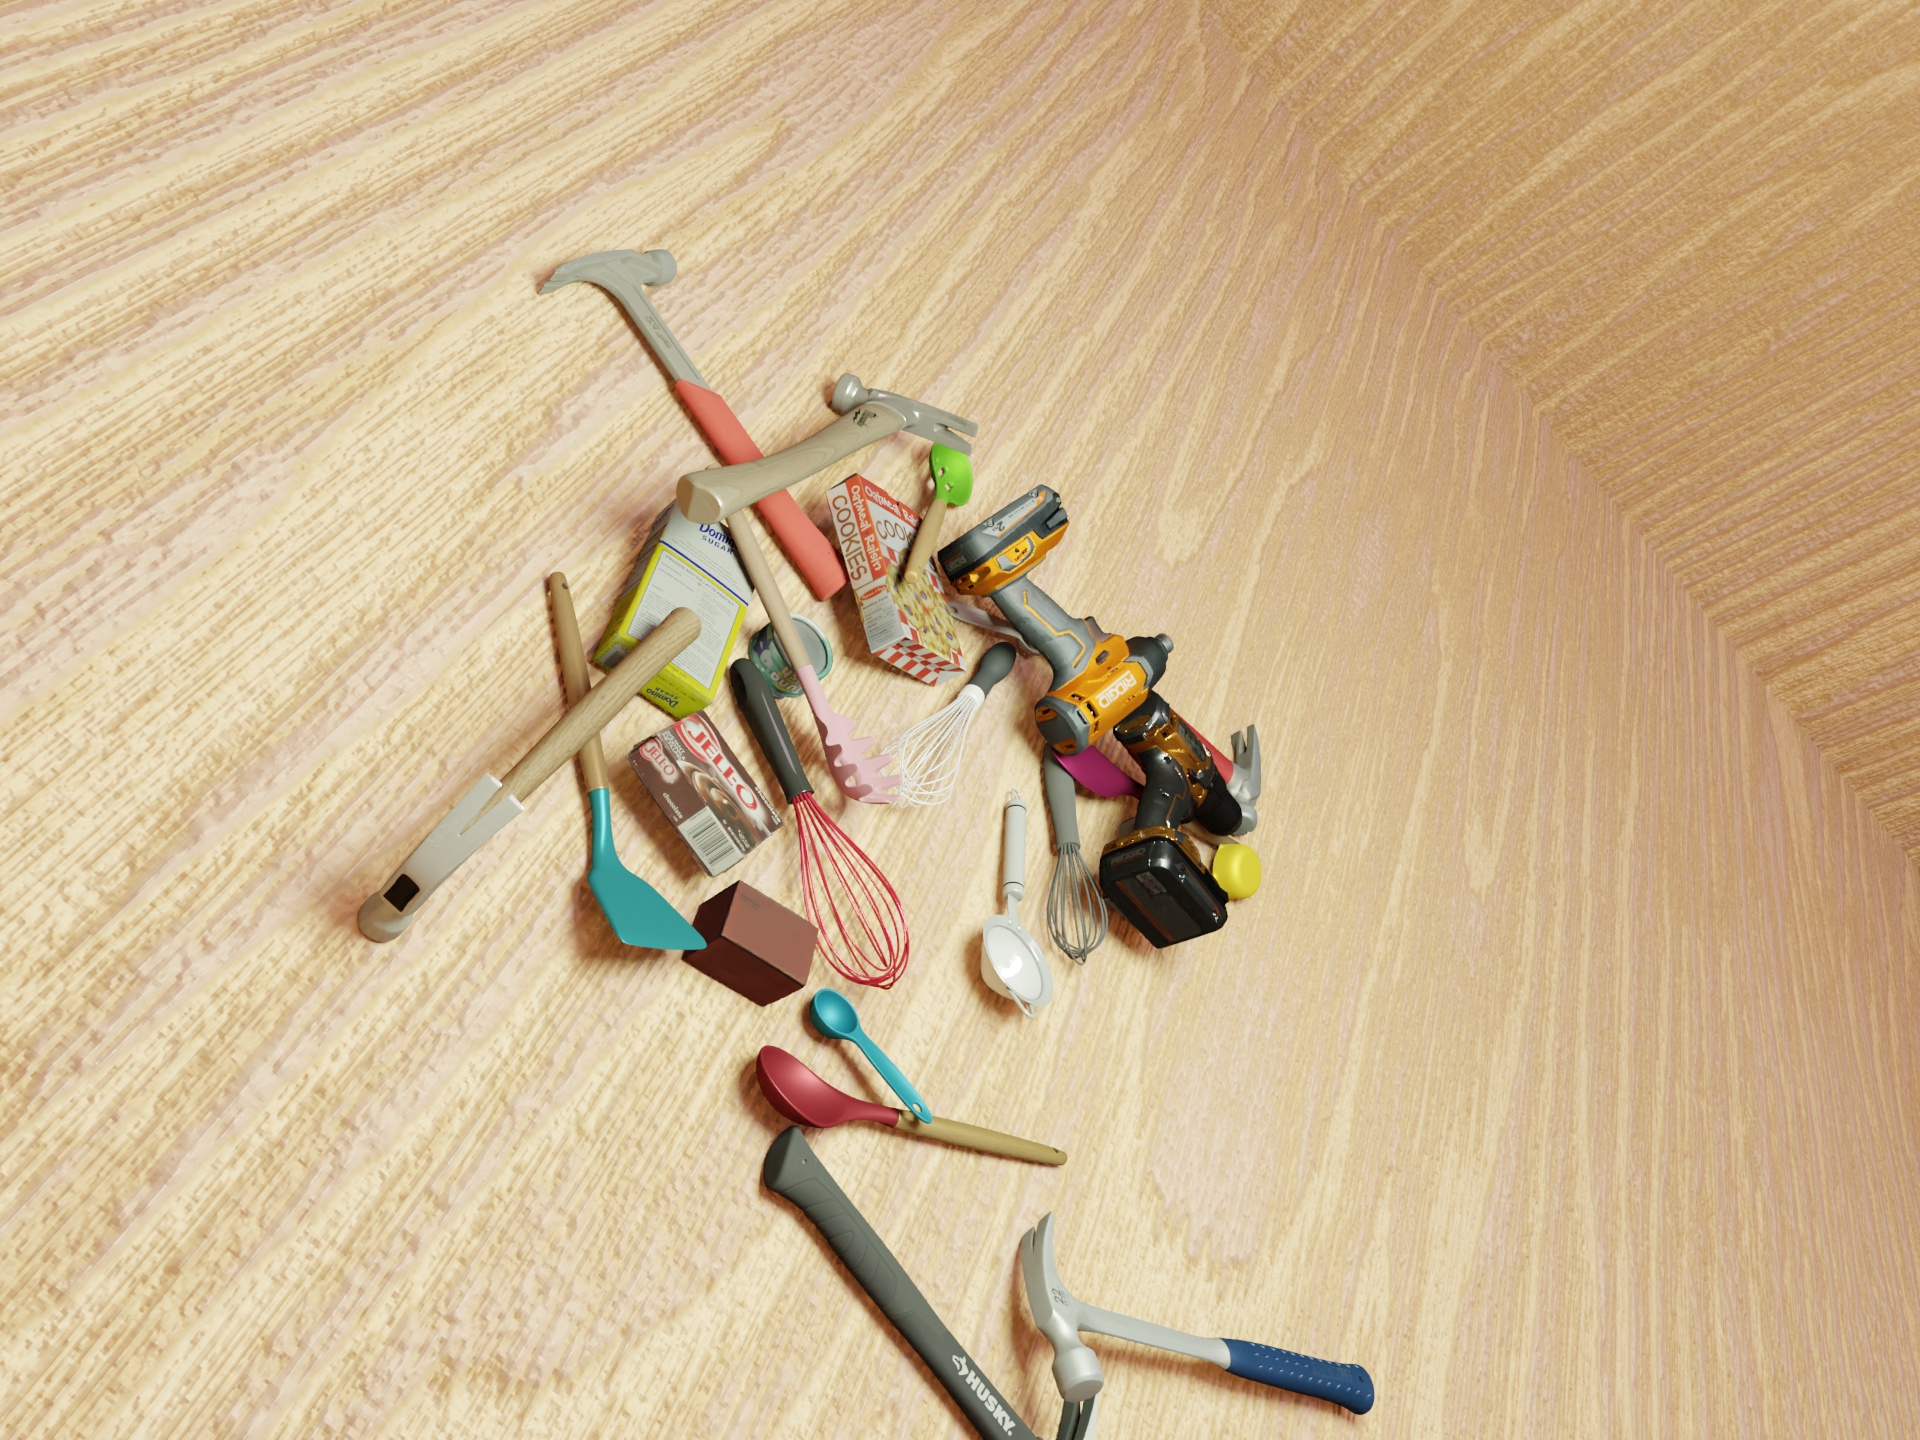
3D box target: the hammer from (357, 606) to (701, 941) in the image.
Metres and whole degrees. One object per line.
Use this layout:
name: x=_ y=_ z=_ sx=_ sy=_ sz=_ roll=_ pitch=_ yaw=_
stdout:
hammer: x=-0.269 y=0.015 z=1.071 sx=0.031 sy=0.130 sz=0.331 roll=45 pitch=41 yaw=-8

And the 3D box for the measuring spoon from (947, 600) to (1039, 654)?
measuring spoon: x=0.030 y=-0.091 z=1.557 sx=0.124 sy=0.018 sz=0.034 roll=19 pitch=51 yaw=-28

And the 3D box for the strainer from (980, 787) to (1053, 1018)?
strainer: x=0.045 y=0.157 z=1.375 sx=0.086 sy=0.050 sz=0.259 roll=38 pitch=36 yaw=-29

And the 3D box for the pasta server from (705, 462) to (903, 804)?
pasta server: x=-0.133 y=-0.070 z=1.293 sx=0.060 sy=0.040 sz=0.316 roll=-13 pitch=78 yaw=-64

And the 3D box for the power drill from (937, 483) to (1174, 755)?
power drill: x=0.098 y=-0.101 z=1.487 sx=0.164 sy=0.084 sz=0.226 roll=-36 pitch=97 yaw=-29

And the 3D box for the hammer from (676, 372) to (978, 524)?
hammer: x=-0.116 y=-0.228 z=1.370 sx=0.146 sy=0.038 sz=0.411 roll=22 pitch=27 yaw=11

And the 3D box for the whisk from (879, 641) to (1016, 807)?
whisk: x=-0.003 y=-0.004 z=1.431 sx=0.070 sy=0.070 sz=0.285 roll=49 pitch=34 yaw=-9

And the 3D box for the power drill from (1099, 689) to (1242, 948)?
power drill: x=0.208 y=0.105 z=1.503 sx=0.185 sy=0.084 sz=0.226 roll=47 pitch=35 yaw=-31

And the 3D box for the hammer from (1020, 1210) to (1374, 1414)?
hammer: x=0.201 y=0.500 z=1.277 sx=0.405 sy=0.035 sz=0.144 roll=29 pitch=24 yaw=-35

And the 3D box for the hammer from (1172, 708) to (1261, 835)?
hammer: x=0.178 y=-0.038 z=1.630 sx=0.386 sy=0.038 sz=0.143 roll=39 pitch=41 yaw=-26

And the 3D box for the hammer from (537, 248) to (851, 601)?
hammer: x=-0.216 y=-0.258 z=1.398 sx=0.359 sy=0.036 sz=0.149 roll=55 pitch=39 yaw=0

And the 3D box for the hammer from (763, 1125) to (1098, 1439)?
hammer: x=-0.025 y=0.423 z=1.120 sx=0.335 sy=0.035 sz=0.146 roll=53 pitch=40 yaw=-3

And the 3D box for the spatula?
spatula: x=-0.258 y=0.024 z=1.151 sx=0.082 sy=0.044 sz=0.318 roll=15 pitch=52 yaw=-53

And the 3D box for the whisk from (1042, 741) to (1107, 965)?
whisk: x=0.096 y=0.114 z=1.455 sx=0.055 sy=0.055 sz=0.239 roll=24 pitch=44 yaw=-33

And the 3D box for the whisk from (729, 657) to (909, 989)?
whisk: x=-0.118 y=0.078 z=1.250 sx=0.073 sy=0.073 sz=0.296 roll=-7 pitch=64 yaw=-48

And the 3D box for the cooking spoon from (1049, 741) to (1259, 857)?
cooking spoon: x=0.197 y=0.082 z=1.582 sx=0.318 sy=0.017 sz=0.069 roll=31 pitch=36 yaw=-35

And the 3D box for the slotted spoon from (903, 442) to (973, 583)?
slotted spoon: x=-0.025 y=-0.195 z=1.498 sx=0.070 sy=0.031 sz=0.314 roll=60 pitch=19 yaw=-21

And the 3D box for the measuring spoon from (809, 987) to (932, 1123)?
measuring spoon: x=-0.070 y=0.256 z=1.188 sx=0.128 sy=0.021 sz=0.042 roll=48 pitch=25 yaw=5

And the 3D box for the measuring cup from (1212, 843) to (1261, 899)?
measuring cup: x=0.255 y=0.172 z=1.579 sx=0.156 sy=0.029 sz=0.062 roll=-33 pitch=109 yaw=-47

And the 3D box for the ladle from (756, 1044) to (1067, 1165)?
ladle: x=-0.031 y=0.303 z=1.201 sx=0.315 sy=0.031 sz=0.069 roll=25 pitch=22 yaw=-36
